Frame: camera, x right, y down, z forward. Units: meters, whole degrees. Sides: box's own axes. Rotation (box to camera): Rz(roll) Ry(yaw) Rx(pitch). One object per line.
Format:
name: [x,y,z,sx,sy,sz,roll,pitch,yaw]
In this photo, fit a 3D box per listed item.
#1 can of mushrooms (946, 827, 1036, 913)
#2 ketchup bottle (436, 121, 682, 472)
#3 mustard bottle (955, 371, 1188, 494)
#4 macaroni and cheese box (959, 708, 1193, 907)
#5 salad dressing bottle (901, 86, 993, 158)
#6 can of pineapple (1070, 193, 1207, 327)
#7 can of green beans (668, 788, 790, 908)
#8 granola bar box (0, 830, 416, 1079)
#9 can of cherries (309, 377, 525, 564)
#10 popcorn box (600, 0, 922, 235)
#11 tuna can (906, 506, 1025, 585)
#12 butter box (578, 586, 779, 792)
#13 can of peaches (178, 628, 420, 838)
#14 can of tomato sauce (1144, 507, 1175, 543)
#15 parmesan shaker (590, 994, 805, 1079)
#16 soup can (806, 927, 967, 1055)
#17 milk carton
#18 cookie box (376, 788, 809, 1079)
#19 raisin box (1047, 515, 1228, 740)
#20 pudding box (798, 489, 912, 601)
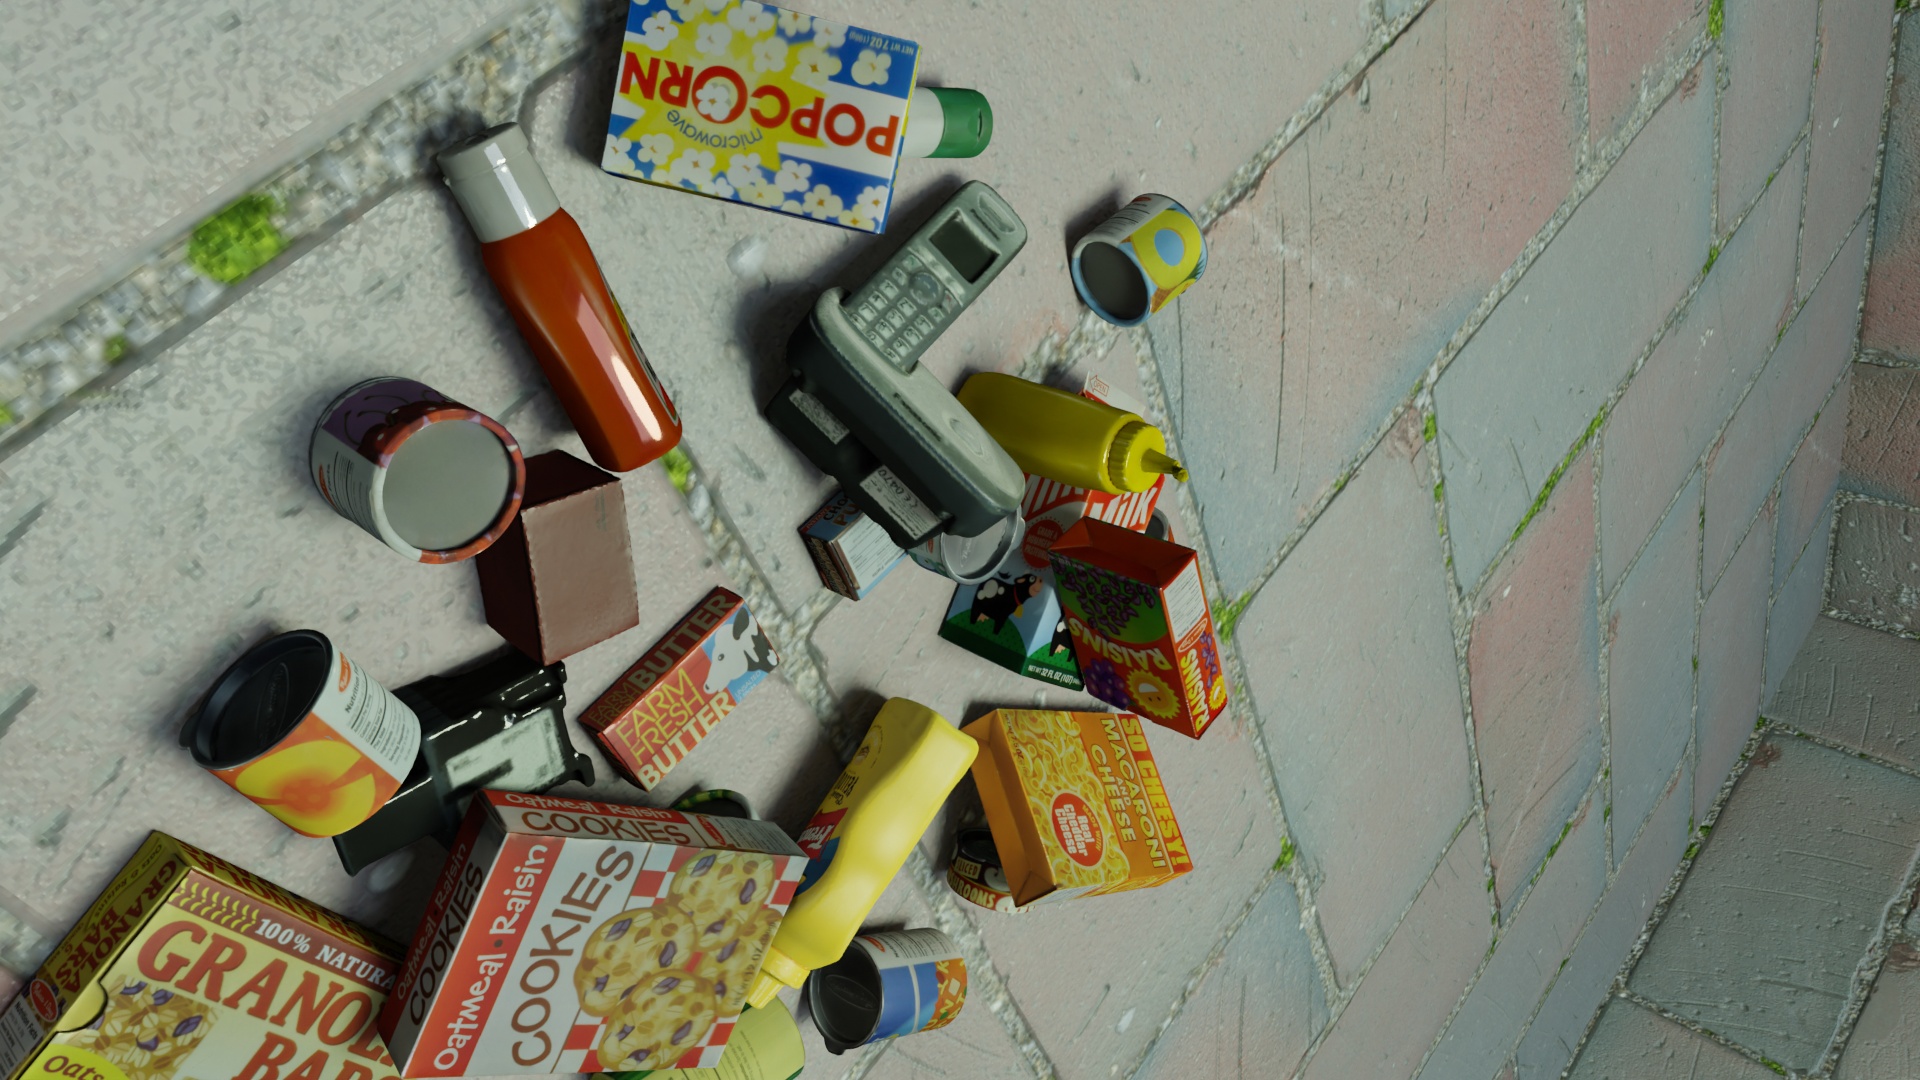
can of mushrooms: [0.024,0.224,0.942,0.071,0.071,0.033,6,103,-49]
ketchup bottle: [-0.172,-0.103,0.598,0.043,0.065,0.148,-30,120,-13]
mustard bottle: [0.068,-0.057,0.800,0.065,0.160,0.049,33,80,-50]
macaroni and cheese box: [0.082,0.180,0.954,0.166,0.040,0.124,10,54,-49]
salad dressing bottle: [-0.046,-0.211,0.699,0.148,0.044,0.064,-16,114,-43]
can of pineapple: [0.112,-0.173,0.870,0.058,0.071,0.070,-40,132,-28]
can of green beans: [-0.131,0.178,0.754,0.071,0.071,0.057,-44,133,-26]
granola bar box: [-0.311,0.215,0.594,0.124,0.039,0.165,-55,138,-16]
can of cherries: [-0.221,-0.031,0.573,0.072,0.058,0.071,-21,121,-40]
popcorn box: [-0.087,-0.190,0.614,0.127,0.038,0.085,11,100,-8]
tuna can: [0.003,-0.010,0.798,0.071,0.033,0.070,-22,121,-41]
butter box: [-0.145,0.078,0.728,0.104,0.024,0.053,-45,135,-25]
can of peaches: [-0.267,0.080,0.566,0.071,0.071,0.058,-51,137,-20]
can of tomato sauce: [0.122,0.026,0.963,0.071,0.071,0.082,-44,133,-26]
parmesan shaker: [-0.147,0.306,0.789,0.103,0.071,0.071,-24,123,-40]
soup can: [-0.047,0.288,0.892,0.084,0.071,0.071,12,97,-49]
milk carton: [0.066,-0.009,0.885,0.072,0.073,0.190,23,88,-49]
cookie box: [-0.169,0.187,0.655,0.167,0.040,0.122,18,99,-43]
raisin box: [0.107,0.053,0.830,0.040,0.086,0.122,-43,132,-29]
pudding box: [-0.047,-0.011,0.793,0.084,0.030,0.049,-45,133,-26]
